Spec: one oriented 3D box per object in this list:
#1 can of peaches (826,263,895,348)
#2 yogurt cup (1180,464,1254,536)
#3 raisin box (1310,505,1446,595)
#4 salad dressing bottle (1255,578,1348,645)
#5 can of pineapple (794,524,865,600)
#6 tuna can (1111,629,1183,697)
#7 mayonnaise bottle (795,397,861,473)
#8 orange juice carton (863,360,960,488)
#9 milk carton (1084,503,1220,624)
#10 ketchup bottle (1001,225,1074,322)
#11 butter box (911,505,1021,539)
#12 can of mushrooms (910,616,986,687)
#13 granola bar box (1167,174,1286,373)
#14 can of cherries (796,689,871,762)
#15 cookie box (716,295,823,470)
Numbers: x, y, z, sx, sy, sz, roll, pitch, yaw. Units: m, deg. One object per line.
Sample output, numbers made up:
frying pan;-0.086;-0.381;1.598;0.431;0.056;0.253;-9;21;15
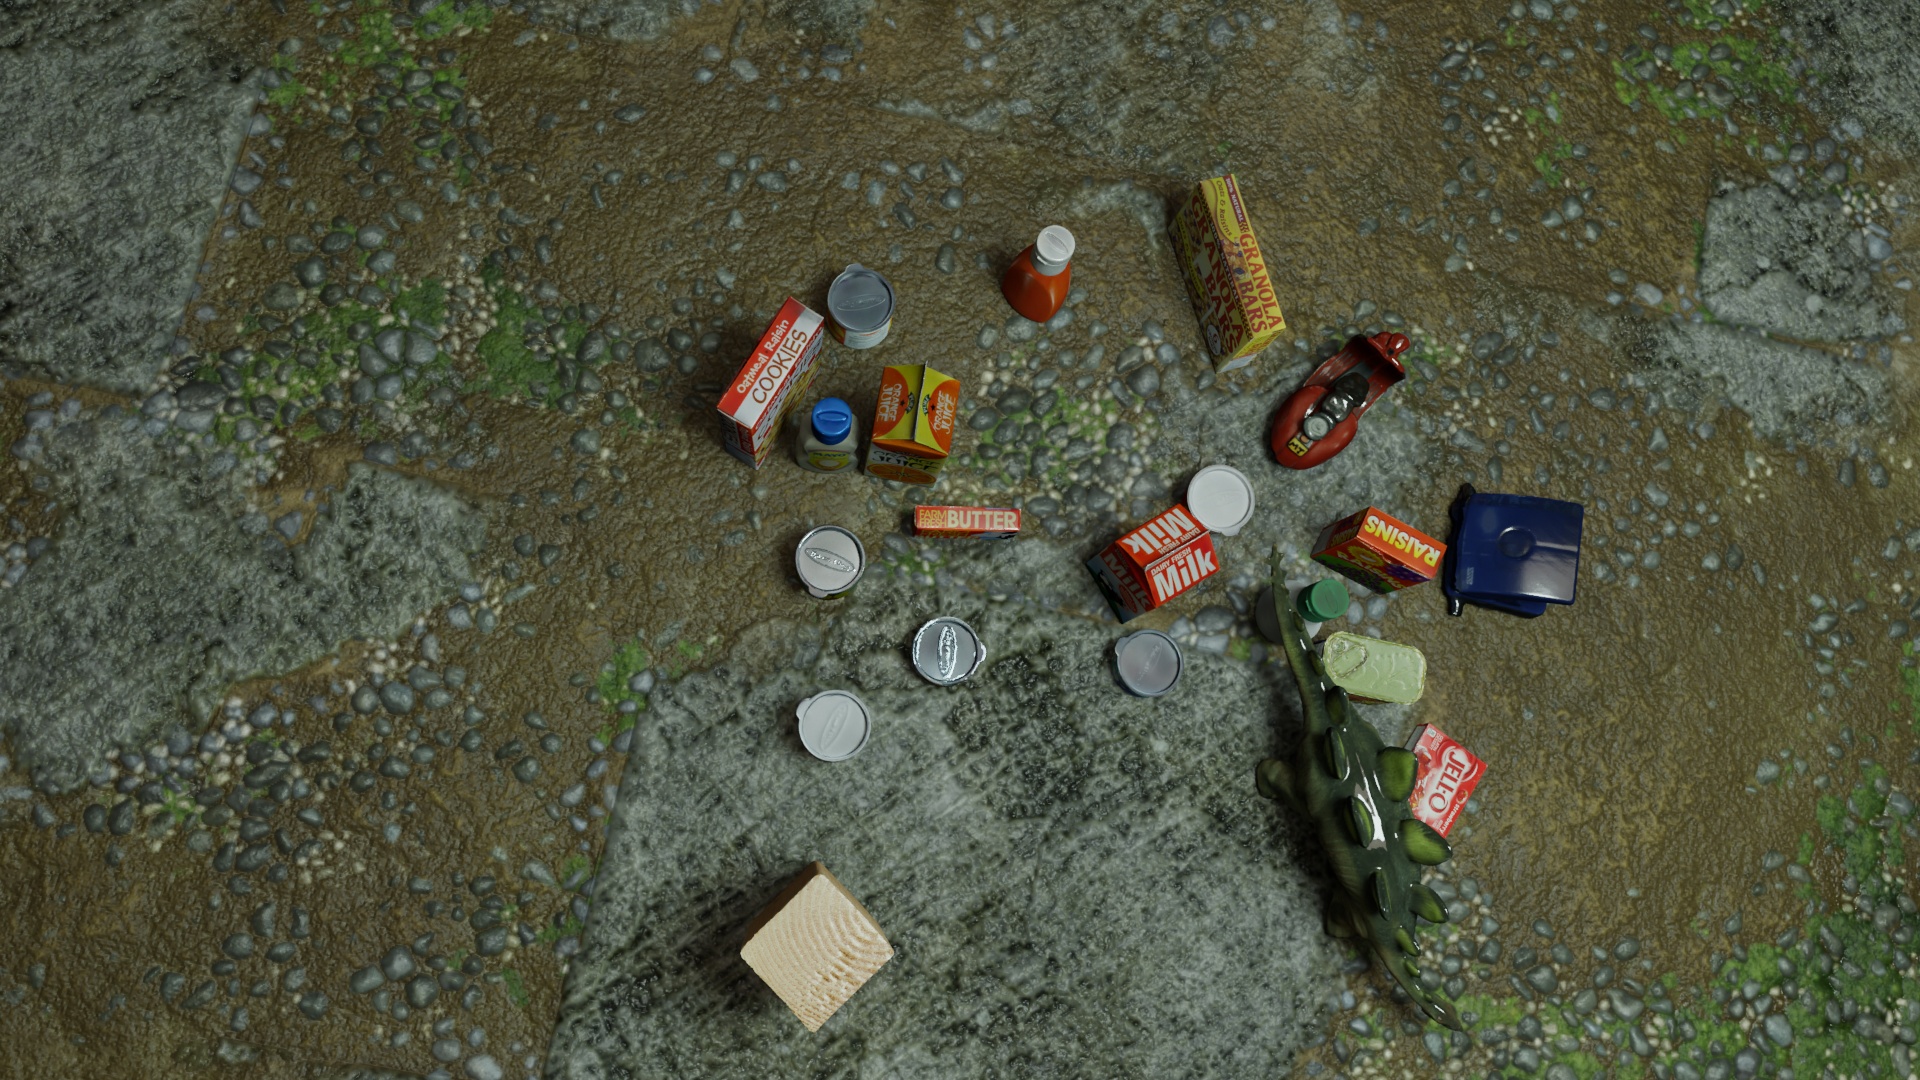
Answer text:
can of peaches;-0.100;-0.231;1.377;0.071;0.058;0.071;1;80;-6
yogurt cup;0.253;-0.037;1.385;0.072;0.054;0.072;1;80;-6
raisin box;0.406;0.012;1.359;0.086;0.123;0.040;29;78;-1
salad dressing bottle;0.326;0.065;1.327;0.044;0.147;0.064;-17;83;-9
can of pineapple;-0.127;0.023;1.327;0.071;0.057;0.071;1;80;-6
tuna can;0.180;0.120;1.359;0.071;0.032;0.071;1;80;-7
mayonnaise bottle;-0.123;-0.098;1.304;0.065;0.148;0.041;2;80;-6
orange juice carton;-0.045;-0.107;1.292;0.073;0.192;0.072;11;79;-5
milk carton;0.180;0.022;1.296;0.072;0.190;0.073;-30;85;-11
ketchup bottle;0.080;-0.262;1.357;0.065;0.148;0.043;40;78;1
butter box;0.005;-0.017;1.353;0.103;0.053;0.024;1;80;-6
can of mushrooms;-0.013;0.108;1.338;0.071;0.033;0.071;1;80;-7
granola bar box;0.266;-0.265;1.392;0.039;0.124;0.165;-16;82;-9
can of cherries;-0.120;0.172;1.300;0.071;0.058;0.071;1;80;-6
cookie box;-0.177;-0.144;1.296;0.040;0.167;0.123;31;78;-1
